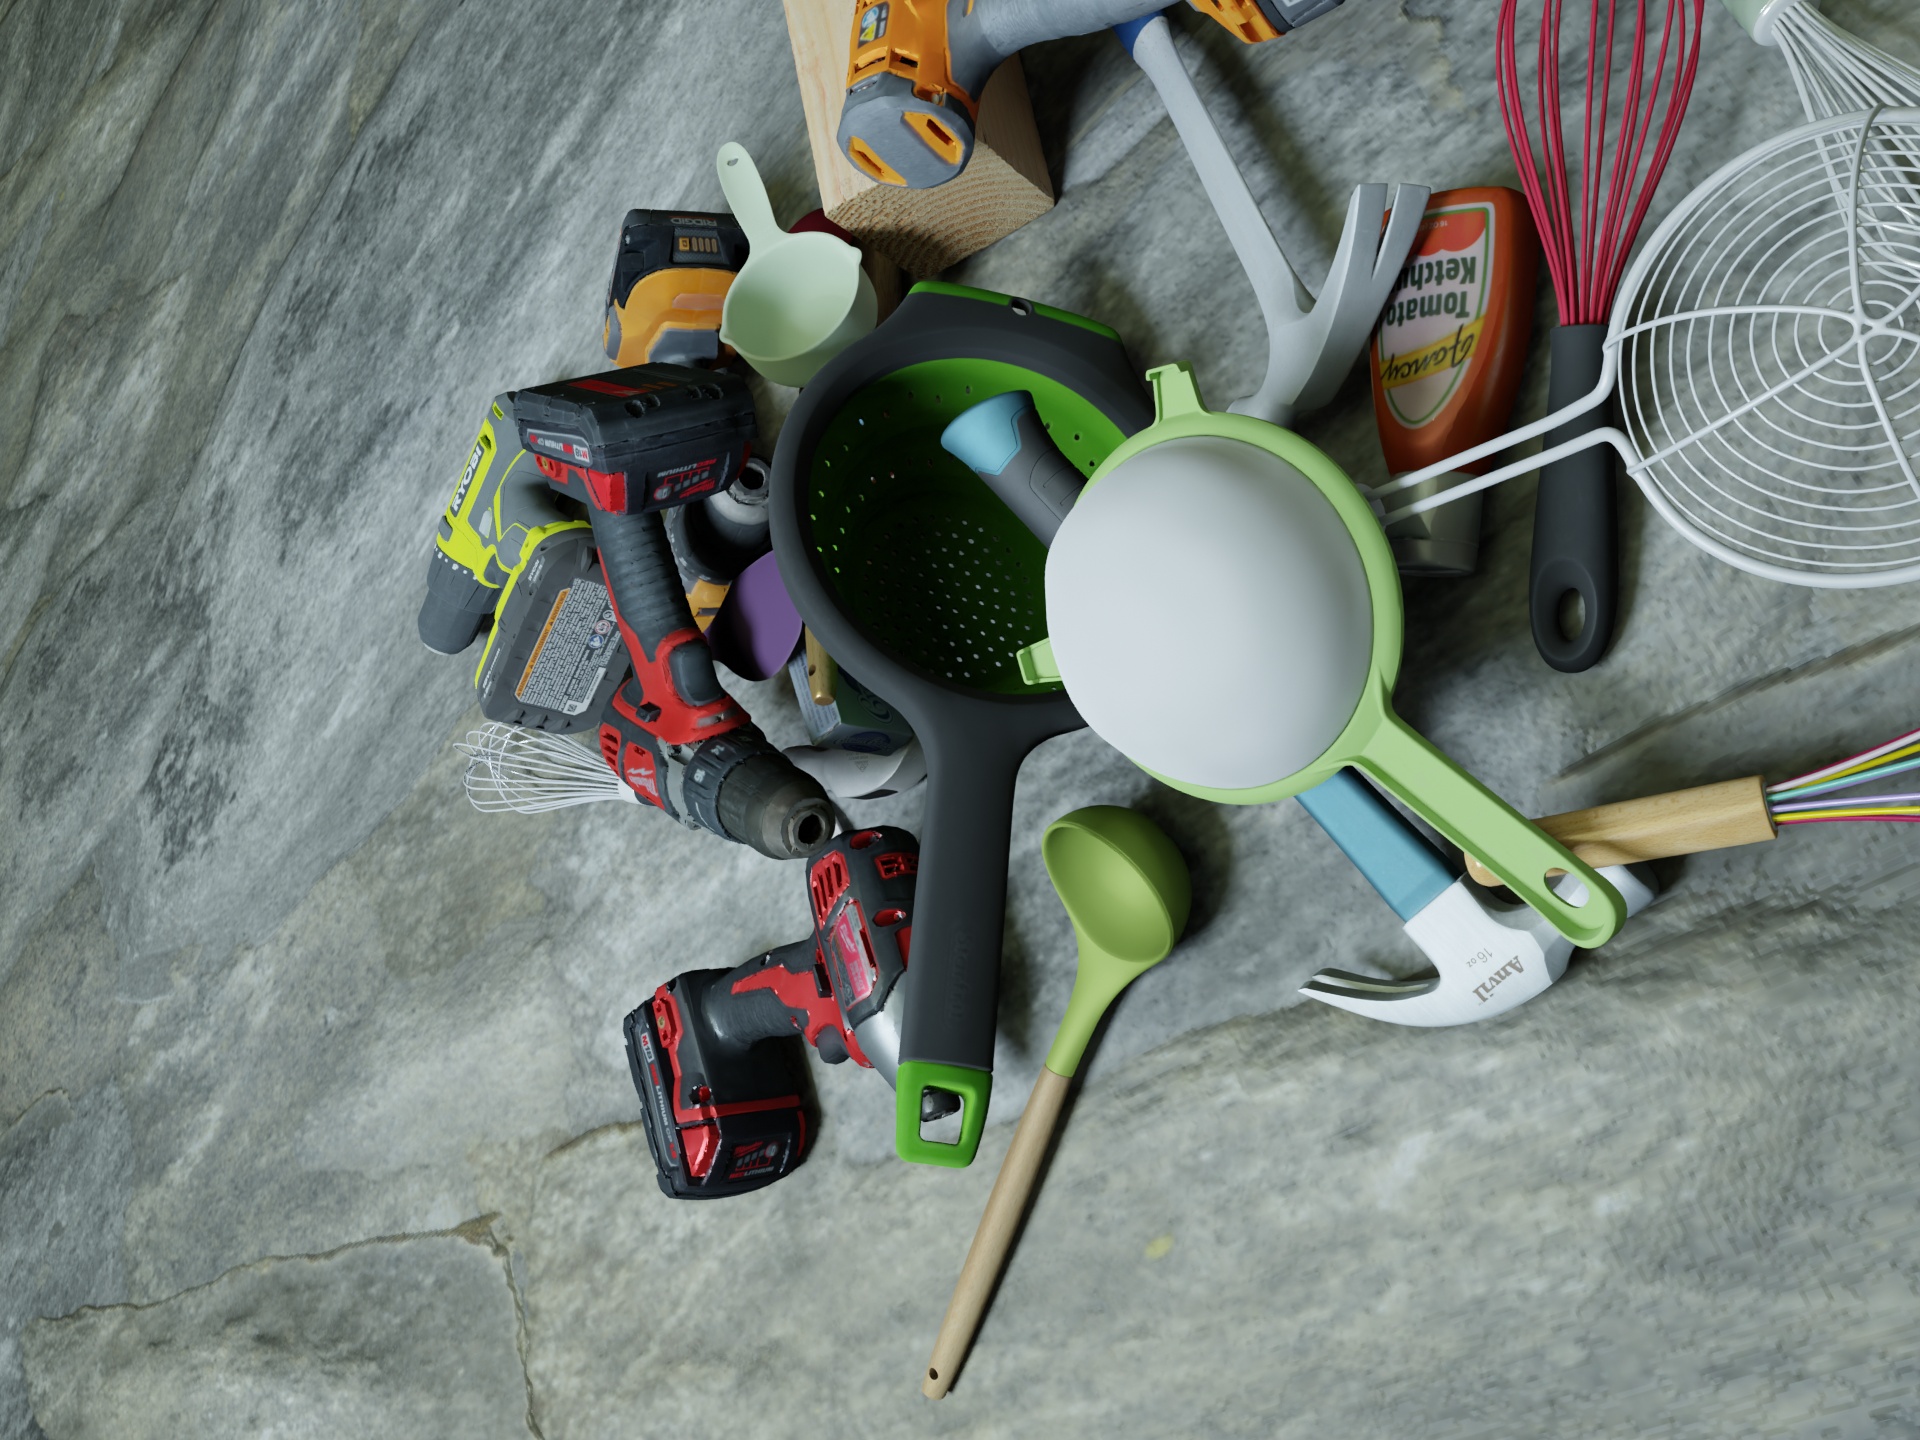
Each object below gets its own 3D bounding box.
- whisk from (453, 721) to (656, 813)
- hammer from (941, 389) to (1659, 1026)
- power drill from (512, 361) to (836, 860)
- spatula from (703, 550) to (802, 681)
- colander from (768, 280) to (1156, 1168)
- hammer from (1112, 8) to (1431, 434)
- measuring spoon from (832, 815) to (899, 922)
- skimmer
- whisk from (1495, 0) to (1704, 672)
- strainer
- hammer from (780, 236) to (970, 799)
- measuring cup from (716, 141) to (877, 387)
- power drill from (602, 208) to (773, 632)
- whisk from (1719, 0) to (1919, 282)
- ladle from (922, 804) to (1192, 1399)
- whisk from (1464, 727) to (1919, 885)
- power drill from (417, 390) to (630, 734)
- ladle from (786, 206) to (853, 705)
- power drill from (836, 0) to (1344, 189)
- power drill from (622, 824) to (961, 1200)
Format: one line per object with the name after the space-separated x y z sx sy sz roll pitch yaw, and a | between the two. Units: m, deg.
-0.222 0.038 0.995 0.285 0.070 0.070 7 89 39 | whisk
0.111 -0.015 0.644 0.331 0.033 0.128 49 117 15 | hammer
-0.130 -0.047 0.762 0.188 0.080 0.226 24 127 52 | power drill
-0.151 -0.032 0.892 0.316 0.018 0.060 -19 77 60 | spatula
-0.001 -0.002 0.708 0.094 0.204 0.397 127 151 -64 | colander
0.095 -0.313 0.736 0.144 0.035 0.406 121 137 -53 | hammer
-0.052 0.087 0.860 0.034 0.018 0.124 -59 44 30 | measuring spoon
0.198 -0.087 0.549 0.363 0.090 0.127 164 96 -70 | skimmer
0.232 -0.165 0.588 0.073 0.073 0.296 6 99 43 | whisk
0.115 -0.002 0.563 0.257 0.069 0.151 42 127 25 | strainer
-0.045 -0.123 0.865 0.130 0.031 0.331 -6 80 42 | hammer
-0.093 -0.239 0.827 0.083 0.038 0.168 -29 58 10 | measuring cup
-0.145 -0.173 0.893 0.185 0.084 0.226 140 124 -66 | power drill
0.295 -0.243 0.559 0.058 0.059 0.247 -33 58 22 | whisk
0.030 0.187 0.742 0.078 0.062 0.320 30 108 37 | ladle
0.286 0.021 0.515 0.245 0.051 0.047 -16 67 33 | whisk
-0.290 -0.089 1.042 0.190 0.080 0.229 -61 40 17 | power drill
-0.075 -0.148 0.816 0.069 0.031 0.316 -30 53 40 | ladle
0.049 -0.336 0.677 0.226 0.084 0.164 -10 65 36 | power drill
-0.079 0.162 0.815 0.219 0.078 0.143 -40 60 38 | power drill
